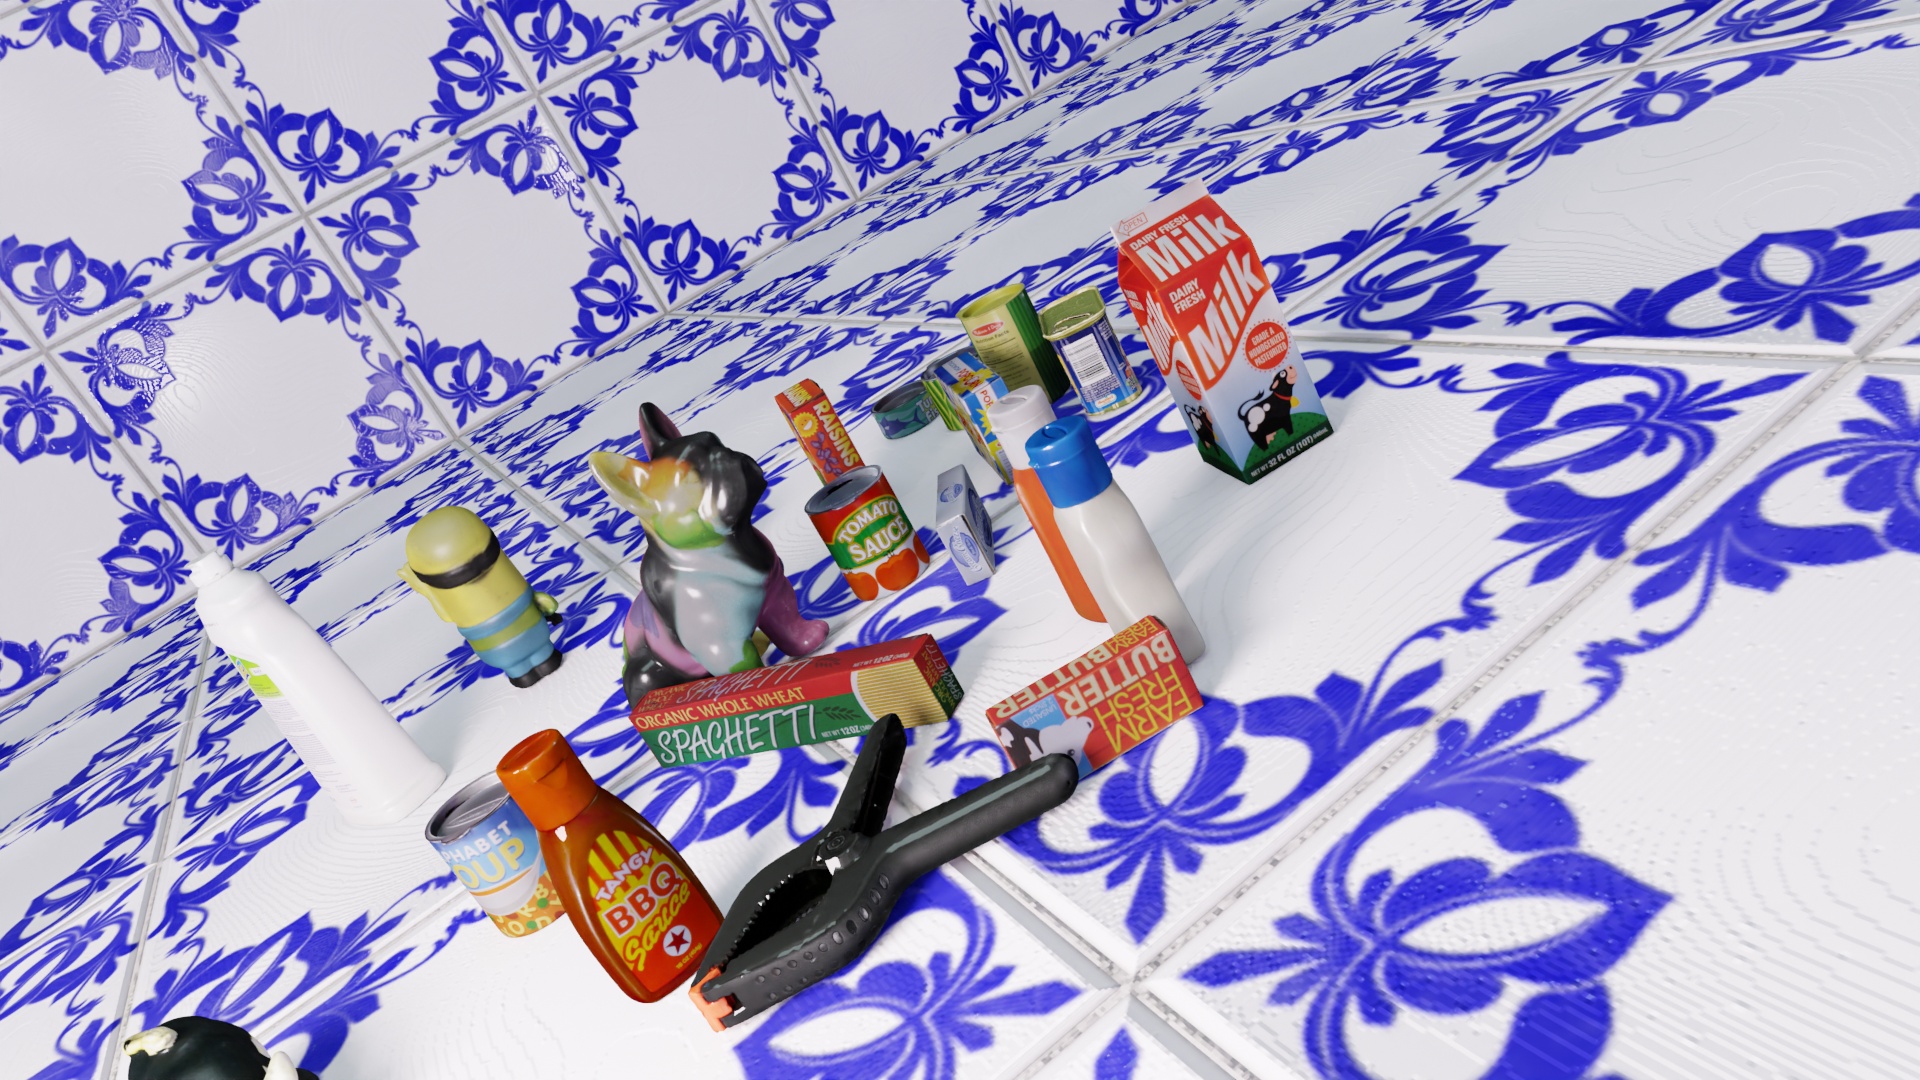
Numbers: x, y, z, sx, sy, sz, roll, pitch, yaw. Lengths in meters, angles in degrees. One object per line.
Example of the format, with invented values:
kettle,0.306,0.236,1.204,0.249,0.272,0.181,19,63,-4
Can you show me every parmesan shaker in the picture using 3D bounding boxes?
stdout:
parmesan shaker,0.048,-0.173,1.269,0.071,0.102,0.071,-25,21,10

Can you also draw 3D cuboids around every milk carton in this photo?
milk carton,0.168,-0.140,0.922,0.072,0.190,0.073,-31,21,-5

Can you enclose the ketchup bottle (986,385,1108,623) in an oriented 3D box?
ketchup bottle,0.063,-0.021,0.837,0.044,0.148,0.065,-36,22,-19

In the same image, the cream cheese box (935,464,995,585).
cream cheese box,0.004,-0.013,1.025,0.024,0.053,0.104,-25,21,10

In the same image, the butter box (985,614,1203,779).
butter box,0.069,0.087,0.715,0.103,0.053,0.024,-30,21,-4

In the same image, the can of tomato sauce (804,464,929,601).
can of tomato sauce,-0.069,-0.005,1.055,0.071,0.083,0.071,-25,21,10

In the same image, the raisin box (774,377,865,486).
raisin box,-0.112,-0.076,1.216,0.040,0.123,0.086,-31,21,-5

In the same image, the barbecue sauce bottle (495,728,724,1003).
barbecue sauce bottle,-0.183,0.165,0.715,0.065,0.148,0.043,-41,24,-31

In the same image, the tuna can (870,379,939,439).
tuna can,-0.052,-0.132,1.397,0.071,0.032,0.071,-24,21,10

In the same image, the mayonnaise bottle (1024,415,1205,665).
mayonnaise bottle,0.083,0.003,0.759,0.041,0.147,0.065,-32,21,-9

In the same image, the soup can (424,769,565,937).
soup can,-0.278,0.194,0.856,0.071,0.083,0.071,-25,21,10

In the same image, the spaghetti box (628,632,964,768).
spaghetti box,-0.113,0.107,0.898,0.249,0.050,0.029,-14,25,32

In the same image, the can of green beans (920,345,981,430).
can of green beans,0.004,-0.145,1.322,0.071,0.057,0.071,-24,21,10

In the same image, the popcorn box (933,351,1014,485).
popcorn box,0.023,-0.105,1.169,0.038,0.085,0.127,-29,21,-2
